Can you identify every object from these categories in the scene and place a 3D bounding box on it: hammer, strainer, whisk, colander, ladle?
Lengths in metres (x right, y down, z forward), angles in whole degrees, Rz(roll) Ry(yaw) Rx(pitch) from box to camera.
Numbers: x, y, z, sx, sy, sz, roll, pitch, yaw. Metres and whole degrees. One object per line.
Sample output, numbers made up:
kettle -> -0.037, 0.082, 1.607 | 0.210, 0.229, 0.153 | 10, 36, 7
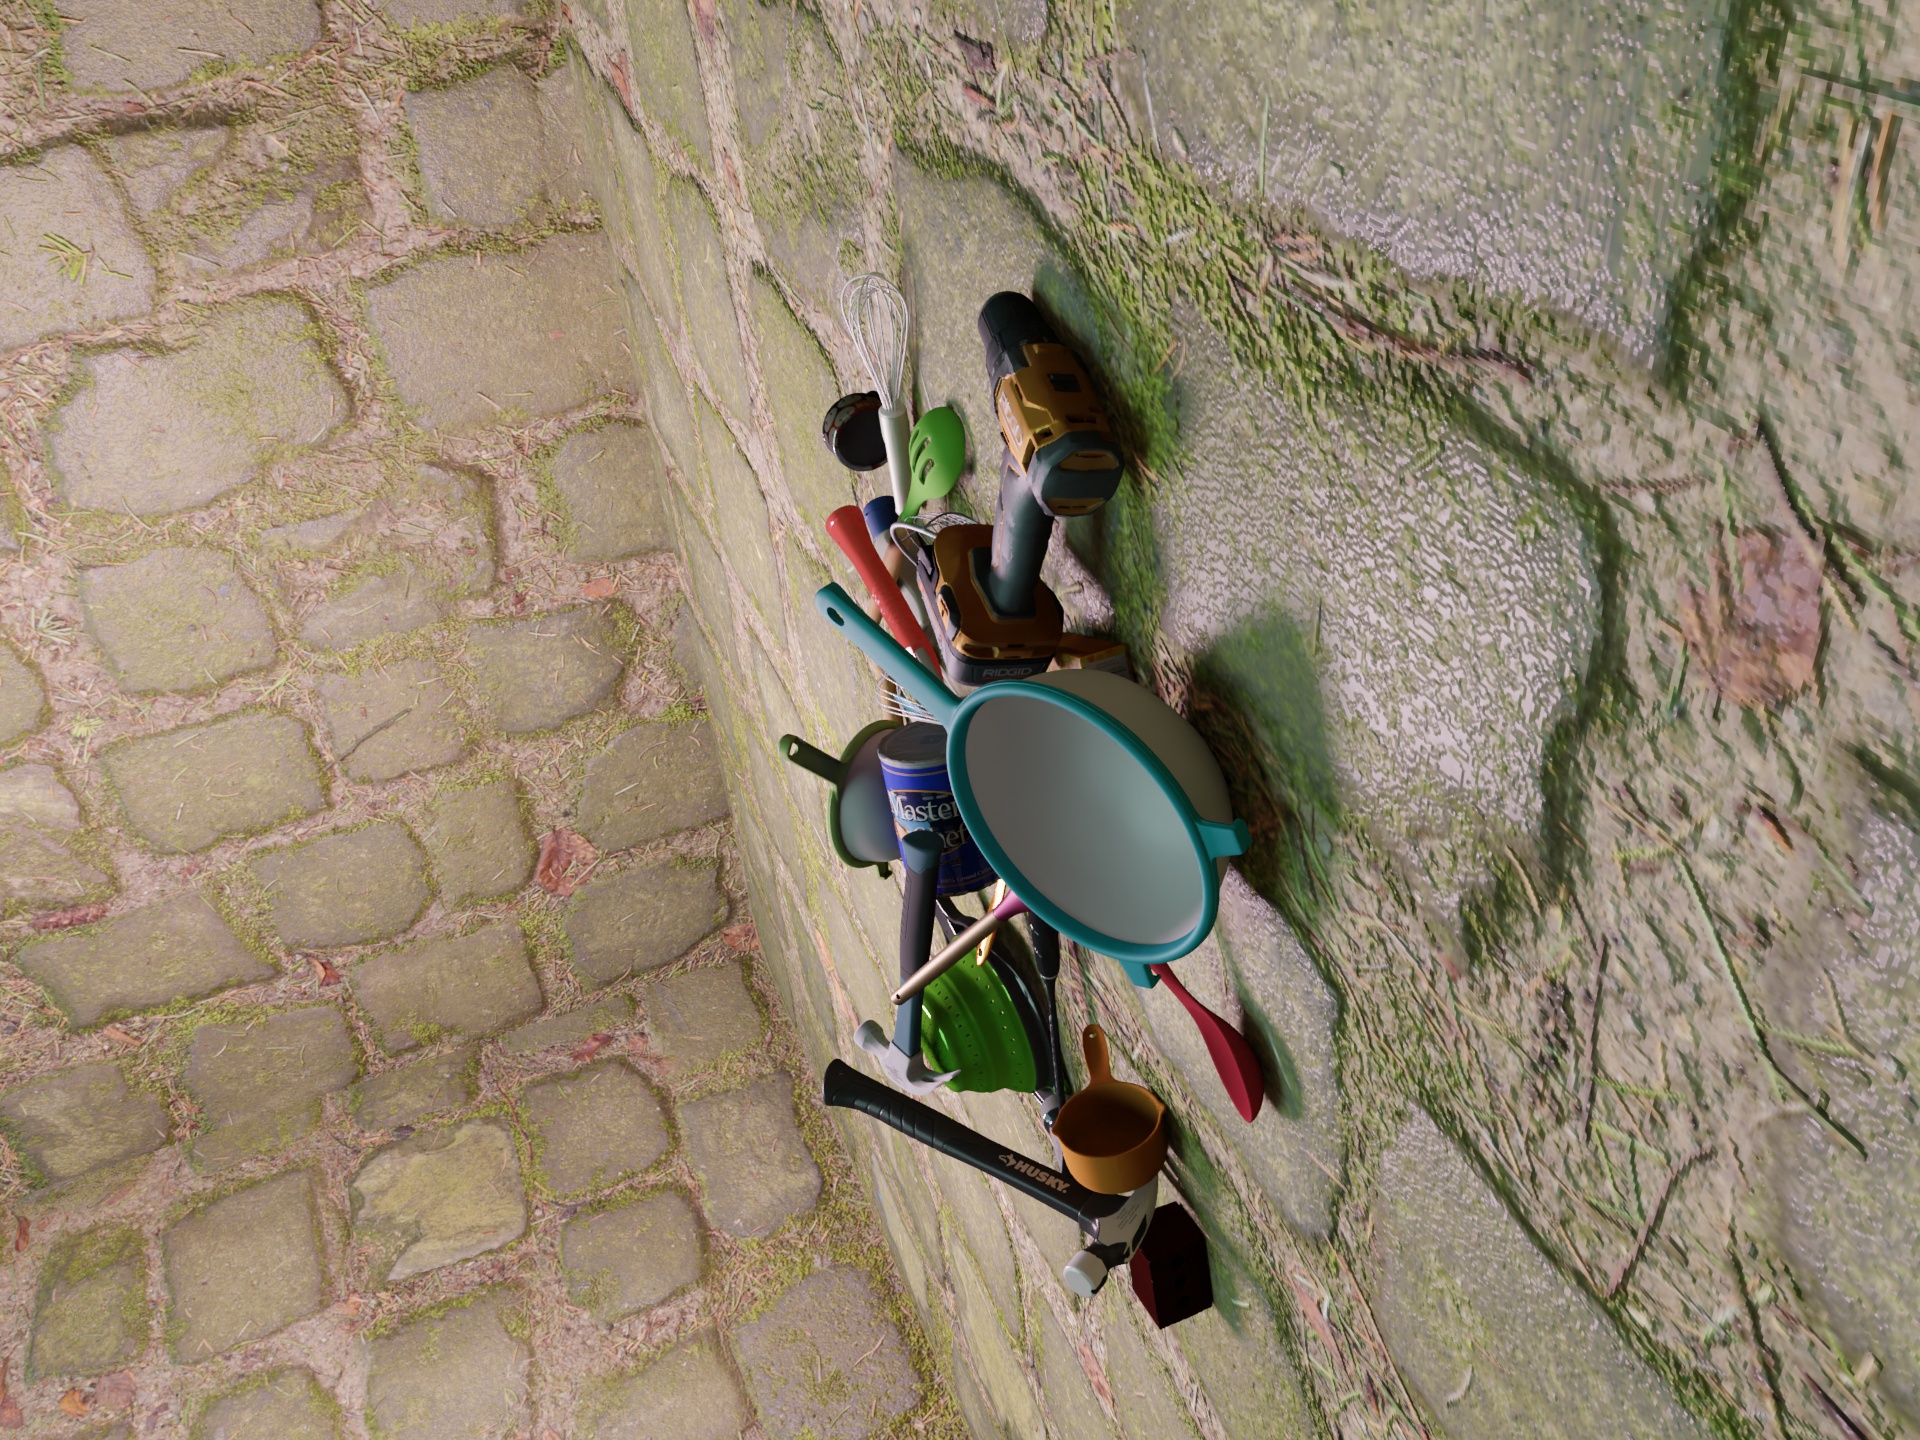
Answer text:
hammer -> -0.037, -0.062, 1.324 | 0.359, 0.036, 0.149 | 60, 176, 44
strainer -> -0.085, 0.063, 1.521 | 0.256, 0.069, 0.151 | 35, -109, -59
whisk -> -0.061, -0.277, 1.380 | 0.246, 0.059, 0.058 | 82, -158, -43
strainer -> 0.052, 0.004, 1.034 | 0.340, 0.095, 0.210 | 42, 146, 17
hammer -> -0.045, 0.232, 1.505 | 0.128, 0.033, 0.330 | 36, 137, 33
hammer -> 0.015, 0.366, 1.372 | 0.335, 0.146, 0.035 | 18, 130, 33
whisk -> -0.003, -0.004, 1.425 | 0.285, 0.070, 0.070 | 34, 140, 55
colander -> -0.029, 0.245, 1.649 | 0.397, 0.094, 0.204 | 59, 160, 23
ladle -> 0.114, 0.141, 1.111 | 0.316, 0.031, 0.069 | 52, 166, 20
hammer -> 0.078, 0.235, 1.409 | 0.149, 0.036, 0.408 | -98, 1, -67
whisk -> -0.070, 0.051, 1.781 | 0.047, 0.051, 0.244 | -128, 28, -67

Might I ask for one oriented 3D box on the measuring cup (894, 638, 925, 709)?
measuring cup -> -0.030, -0.025, 1.602 | 0.062, 0.029, 0.156 | 47, 163, 48

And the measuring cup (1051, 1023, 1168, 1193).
measuring cup -> 0.124, 0.325, 1.336 | 0.174, 0.095, 0.052 | -95, -9, -64

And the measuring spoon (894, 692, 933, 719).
measuring spoon -> -0.035, 0.005, 1.575 | 0.129, 0.021, 0.042 | 33, 155, 46

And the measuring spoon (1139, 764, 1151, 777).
measuring spoon -> 0.142, 0.069, 1.071 | 0.034, 0.018, 0.124 | 167, 85, -75

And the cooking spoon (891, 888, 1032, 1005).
cooking spoon -> 0.021, 0.179, 1.374 | 0.069, 0.017, 0.318 | 58, 135, 14

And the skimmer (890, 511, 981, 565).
skimmer -> 0.040, 0.009, 1.237 | 0.127, 0.090, 0.363 | 172, 81, -75

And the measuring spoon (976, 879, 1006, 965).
measuring spoon -> 0.029, 0.186, 1.537 | 0.021, 0.011, 0.117 | 40, 120, 53

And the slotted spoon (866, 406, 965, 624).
slotted spoon -> -0.051, -0.162, 1.402 | 0.070, 0.031, 0.313 | 66, 155, 23

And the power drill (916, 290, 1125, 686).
power drill -> 0.032, -0.157, 1.067 | 0.226, 0.084, 0.186 | 108, 152, -46
